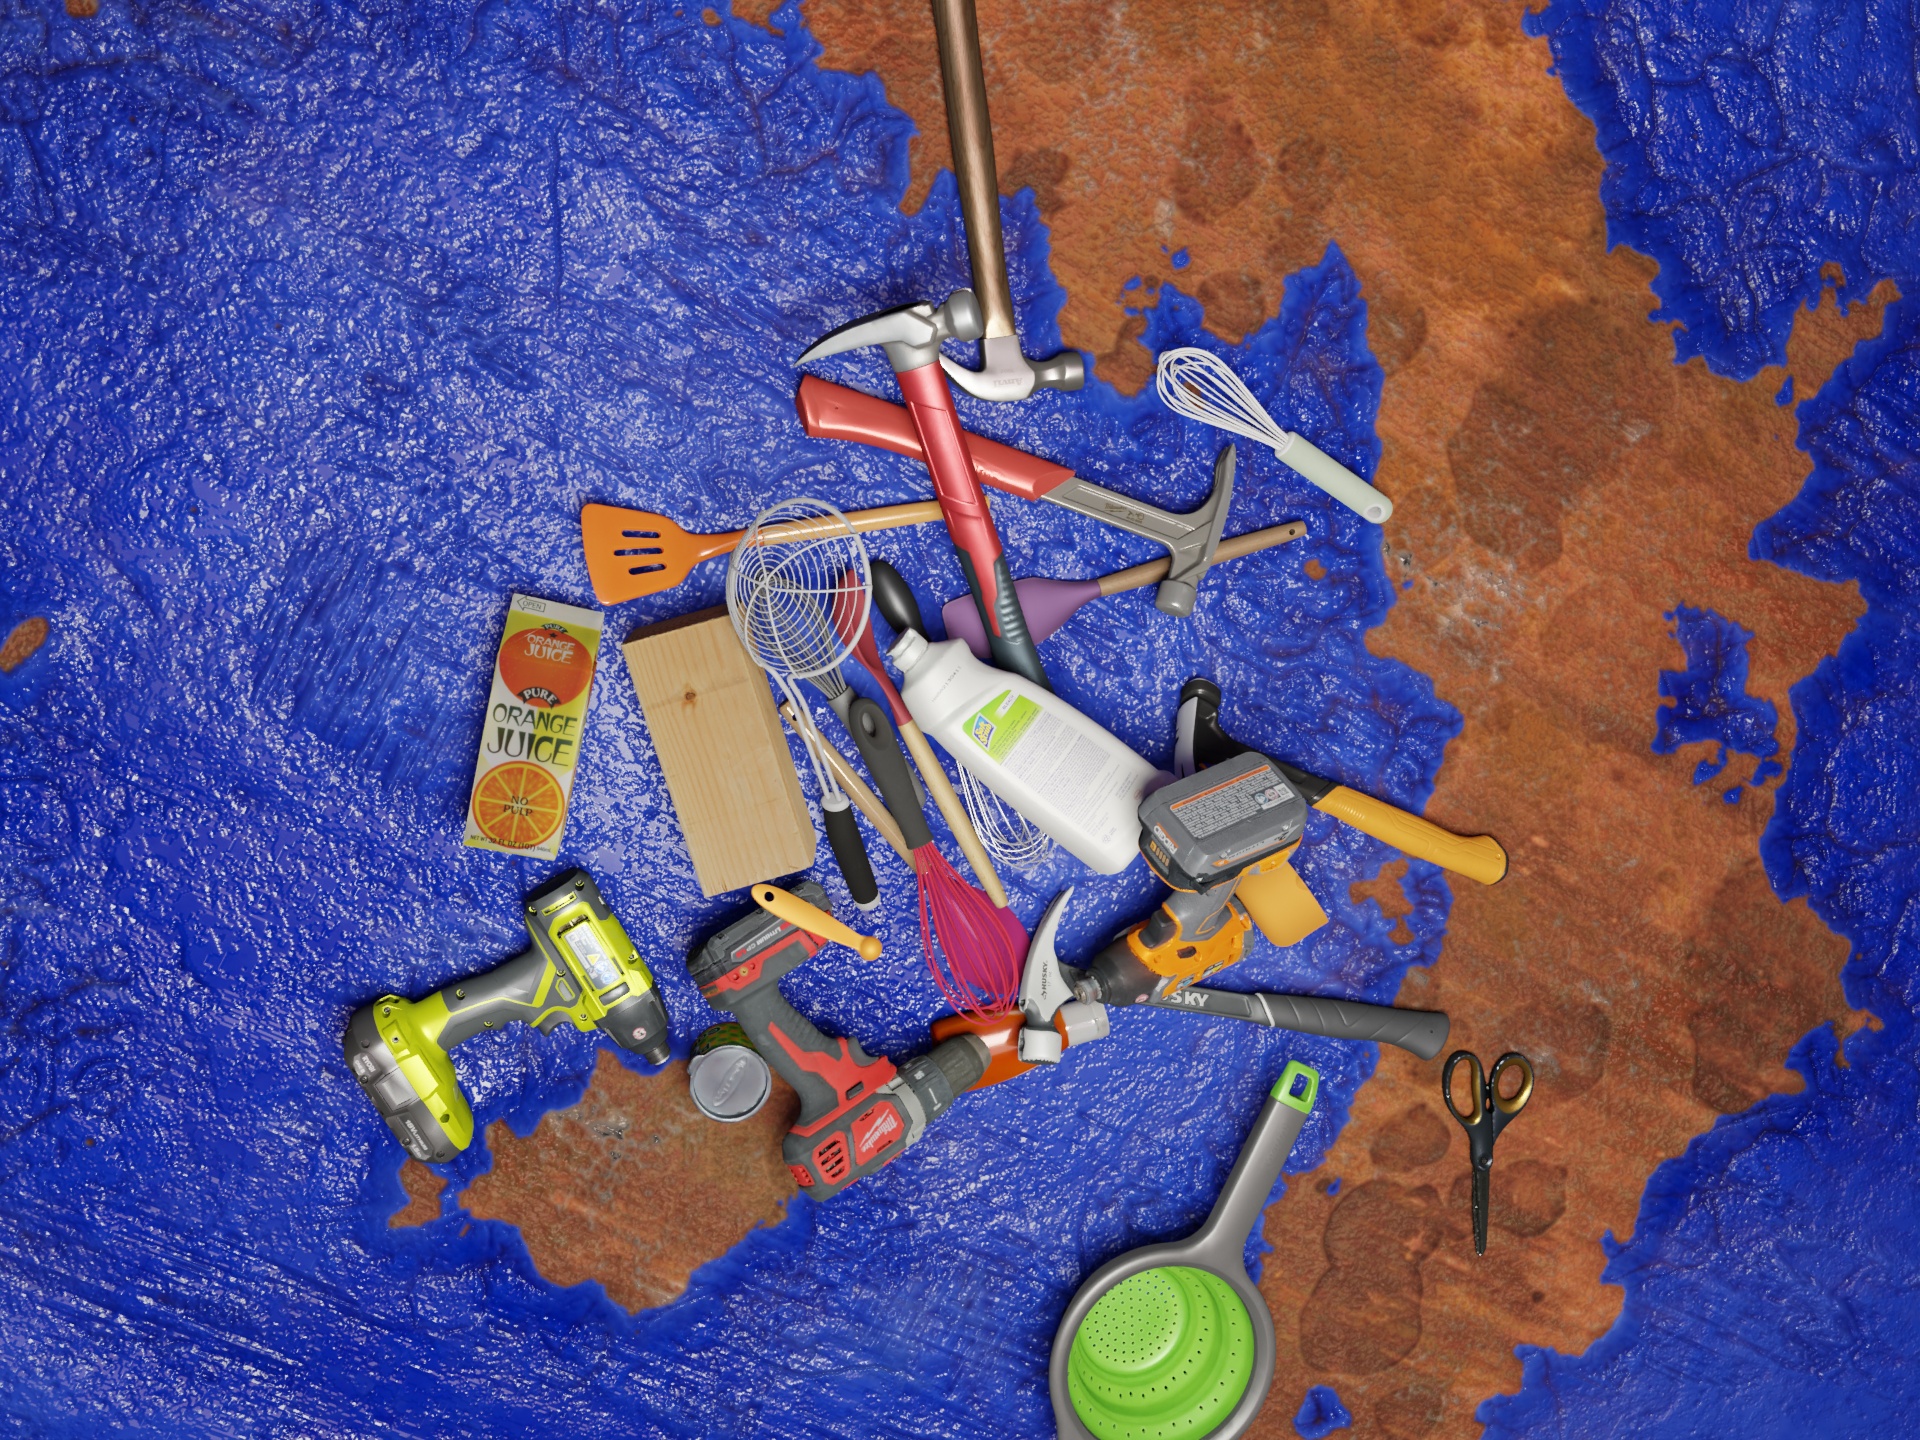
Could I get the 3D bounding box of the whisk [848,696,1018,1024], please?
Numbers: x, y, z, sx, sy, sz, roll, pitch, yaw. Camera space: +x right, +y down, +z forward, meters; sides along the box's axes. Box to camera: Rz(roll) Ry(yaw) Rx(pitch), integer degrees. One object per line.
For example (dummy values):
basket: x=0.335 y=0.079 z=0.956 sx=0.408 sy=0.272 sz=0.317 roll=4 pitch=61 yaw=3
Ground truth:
whisk: x=-0.024 y=0.116 z=1.288 sx=0.073 sy=0.073 sz=0.295 roll=-24 pitch=102 yaw=-6

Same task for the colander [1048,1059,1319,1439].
colander: x=0.201 y=0.470 z=1.393 sx=0.204 sy=0.094 sz=0.397 roll=26 pitch=90 yaw=-14

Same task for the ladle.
ladle: x=-0.032 y=0.022 z=1.298 sx=0.031 sy=0.069 sz=0.315 roll=-22 pitch=108 yaw=15

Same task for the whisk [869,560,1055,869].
whisk: x=-0.001 y=-0.005 z=1.300 sx=0.070 sy=0.070 sz=0.284 roll=-29 pitch=98 yaw=-5

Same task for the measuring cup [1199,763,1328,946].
measuring cup: x=0.240 y=0.116 z=1.357 sx=0.052 sy=0.095 sz=0.173 roll=-38 pitch=85 yaw=3

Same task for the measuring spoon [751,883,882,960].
measuring spoon: x=-0.111 y=0.156 z=1.239 sx=0.116 sy=0.011 sz=0.021 roll=29 pitch=67 yaw=-16

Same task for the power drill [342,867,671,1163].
power drill: x=-0.353 y=0.245 z=1.264 sx=0.223 sy=0.080 sz=0.171 roll=-30 pitch=103 yaw=-7

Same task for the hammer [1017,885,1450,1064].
hammer: x=0.244 y=0.243 z=1.376 sx=0.408 sy=0.036 sz=0.149 roll=11 pitch=70 yaw=-17

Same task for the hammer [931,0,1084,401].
hammer: x=0.011 y=-0.416 z=1.244 sx=0.130 sy=0.031 sz=0.331 roll=-10 pitch=100 yaw=-9

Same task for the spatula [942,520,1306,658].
spatula: x=0.140 y=-0.115 z=1.323 sx=0.316 sy=0.018 sz=0.059 roll=-17 pitch=103 yaw=-6

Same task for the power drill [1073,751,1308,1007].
power drill: x=0.173 y=0.140 z=1.247 sx=0.164 sy=0.084 sz=0.226 roll=-21 pitch=144 yaw=-25

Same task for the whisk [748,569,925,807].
whisk: x=-0.095 y=-0.021 z=1.281 sx=0.055 sy=0.055 sz=0.238 roll=-35 pitch=108 yaw=-3

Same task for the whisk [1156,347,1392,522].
whisk: x=0.262 y=-0.233 z=1.315 sx=0.246 sy=0.059 sz=0.057 roll=30 pitch=129 yaw=-17

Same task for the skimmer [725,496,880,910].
skimmer: x=-0.094 y=0.001 z=1.222 sx=0.090 sy=0.127 sz=0.362 roll=-50 pitch=143 yaw=-34

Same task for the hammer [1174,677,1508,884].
hammer: x=0.330 y=0.078 z=1.356 sx=0.336 sy=0.034 sz=0.127 roll=22 pitch=52 yaw=-18

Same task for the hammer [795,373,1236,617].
hammer: x=0.043 y=-0.209 z=1.273 sx=0.359 sy=0.037 sz=0.149 roll=19 pitch=81 yaw=-10

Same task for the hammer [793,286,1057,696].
hammer: x=-0.001 y=-0.134 z=1.247 sx=0.143 sy=0.038 sz=0.386 roll=-13 pitch=116 yaw=14

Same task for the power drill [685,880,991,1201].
power drill: x=-0.095 y=0.242 z=1.273 sx=0.188 sy=0.080 sz=0.227 roll=-30 pitch=88 yaw=-27

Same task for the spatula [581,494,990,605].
spatula: x=-0.132 y=-0.151 z=1.256 sx=0.322 sy=0.041 sz=0.081 roll=-10 pitch=84 yaw=-10

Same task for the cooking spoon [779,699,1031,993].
cooking spoon: x=-0.046 y=0.106 z=1.325 sx=0.069 sy=0.017 sz=0.318 roll=-40 pitch=104 yaw=-3
